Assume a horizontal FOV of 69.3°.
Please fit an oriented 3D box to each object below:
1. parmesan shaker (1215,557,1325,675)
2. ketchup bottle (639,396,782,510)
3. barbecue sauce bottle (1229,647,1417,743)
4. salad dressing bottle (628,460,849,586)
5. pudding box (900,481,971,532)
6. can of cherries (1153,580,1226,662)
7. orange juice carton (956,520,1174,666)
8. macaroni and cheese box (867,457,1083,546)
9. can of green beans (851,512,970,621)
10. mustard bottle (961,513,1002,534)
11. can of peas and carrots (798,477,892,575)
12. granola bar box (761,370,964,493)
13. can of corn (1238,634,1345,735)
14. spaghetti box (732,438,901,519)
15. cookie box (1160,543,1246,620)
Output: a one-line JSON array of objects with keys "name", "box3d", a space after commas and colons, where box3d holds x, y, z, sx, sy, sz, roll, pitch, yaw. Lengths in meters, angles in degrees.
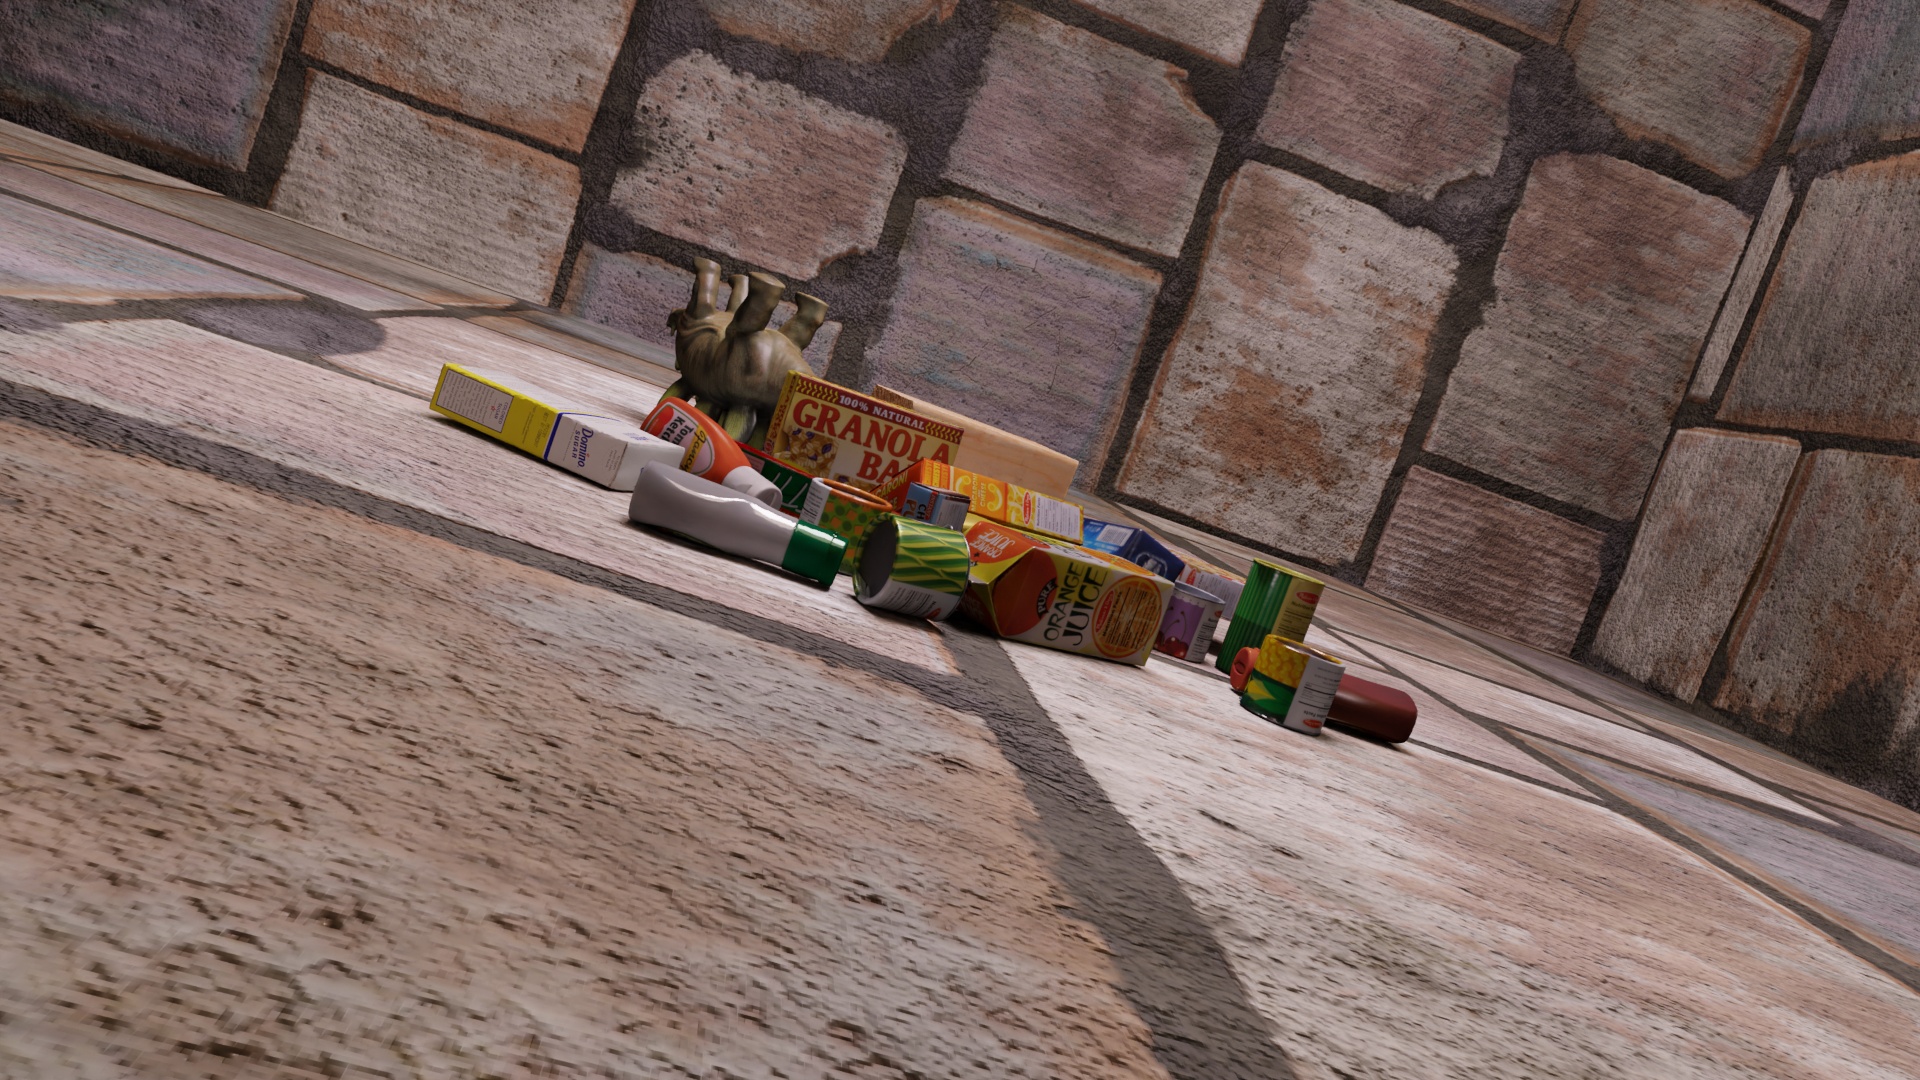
[{"name": "parmesan shaker", "box3d": [0.271, 0.074, 1.230, 0.071, 0.103, 0.071, 20, 6, -2]}, {"name": "ketchup bottle", "box3d": [-0.207, -0.062, 1.153, 0.149, 0.064, 0.043, 34, 0, 33]}, {"name": "barbecue sauce bottle", "box3d": [0.298, 0.126, 1.148, 0.148, 0.043, 0.065, 18, 6, -9]}, {"name": "salad dressing bottle", "box3d": [-0.152, -0.010, 0.959, 0.148, 0.044, 0.064, 20, 4, -3]}, {"name": "pudding box", "box3d": [-0.026, 0.001, 1.058, 0.030, 0.083, 0.050, 20, 6, 29]}, {"name": "can of cherries", "box3d": [0.193, 0.069, 1.240, 0.071, 0.058, 0.071, 19, 7, -2]}, {"name": "orange juice carton", "box3d": [0.064, 0.038, 1.057, 0.193, 0.073, 0.072, 14, 9, -36]}, {"name": "macaroni and cheese box", "box3d": [0.004, -0.015, 1.212, 0.166, 0.040, 0.123, 16, -26, -30]}, {"name": "can of green beans", "box3d": [-0.035, 0.018, 0.960, 0.058, 0.071, 0.071, 16, 7, -30]}, {"name": "mustard bottle", "box3d": [0.042, 0.023, 1.147, 0.160, 0.065, 0.049, 17, 13, -22]}, {"name": "can of peas and carrots", "box3d": [-0.089, -0.010, 1.063, 0.071, 0.058, 0.071, 19, 7, -2]}, {"name": "granola bar box", "box3d": [-0.093, -0.069, 1.250, 0.165, 0.124, 0.039, 17, 5, -23]}, {"name": "can of corn", "box3d": [0.258, 0.111, 1.084, 0.071, 0.058, 0.071, 20, 6, -2]}, {"name": "spaghetti box", "box3d": [-0.142, -0.035, 1.157, 0.250, 0.050, 0.029, 24, 9, 32]}, {"name": "cookie box", "box3d": [0.220, 0.034, 1.383, 0.167, 0.040, 0.123, 24, 6, 29]}]
